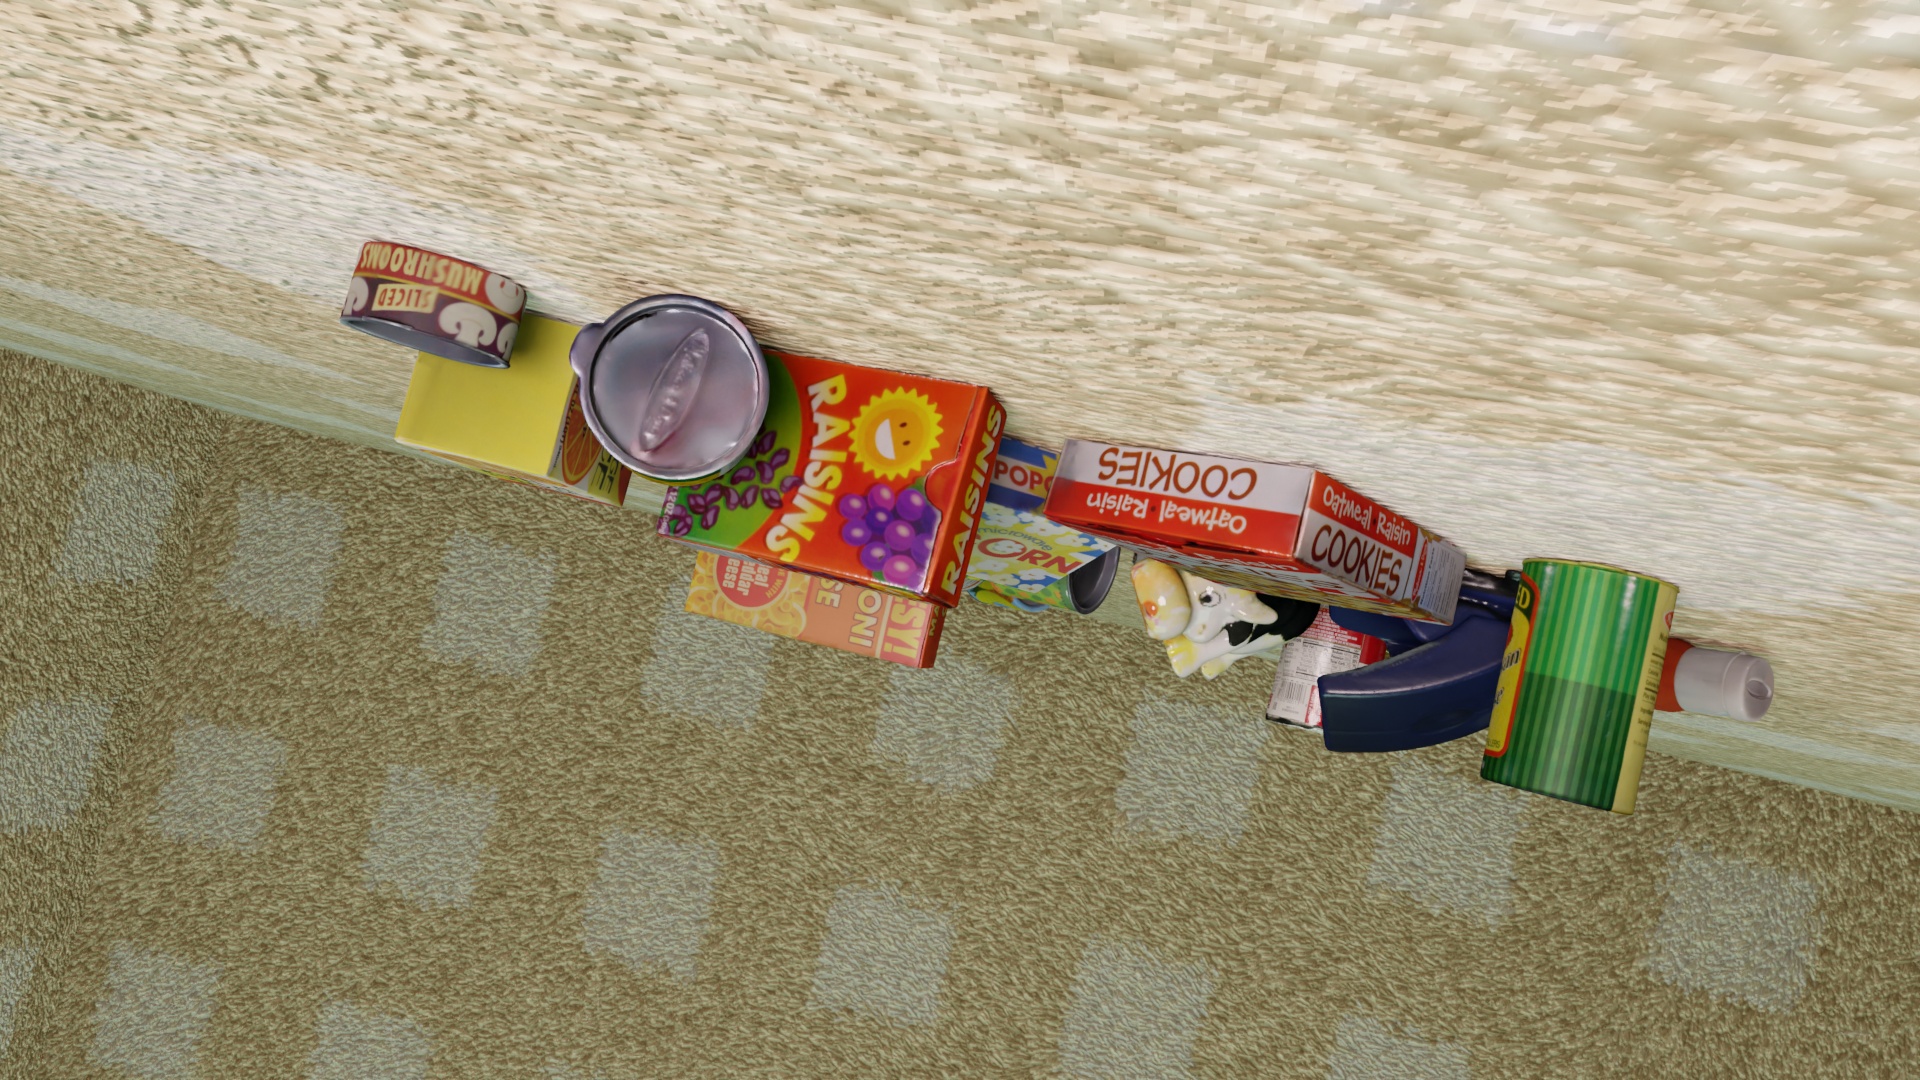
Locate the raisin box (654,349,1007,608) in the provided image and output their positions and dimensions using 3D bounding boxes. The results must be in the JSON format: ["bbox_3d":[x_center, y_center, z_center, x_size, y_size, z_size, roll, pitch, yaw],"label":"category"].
[{"bbox_3d":[-0.052,-0.028,0.561,0.123,0.086,0.040,12,171,20],"label":"raisin box"}]

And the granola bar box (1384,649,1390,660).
[{"bbox_3d":[0.345,0.074,1.007,0.124,0.039,0.165,13,176,1],"label":"granola bar box"}]

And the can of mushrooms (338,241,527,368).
[{"bbox_3d":[-0.211,-0.094,0.557,0.071,0.033,0.071,14,176,1],"label":"can of mushrooms"}]

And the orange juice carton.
[{"bbox_3d":[-0.209,-0.063,0.709,0.073,0.072,0.192,14,176,0],"label":"orange juice carton"}]

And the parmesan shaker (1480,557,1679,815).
[{"bbox_3d":[0.276,0.065,0.624,0.071,0.103,0.071,14,176,1],"label":"parmesan shaker"}]

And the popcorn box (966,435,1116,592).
[{"bbox_3d":[0.006,-0.017,0.673,0.127,0.038,0.085,15,153,-24],"label":"popcorn box"}]

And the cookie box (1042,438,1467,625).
[{"bbox_3d":[0.136,-0.001,0.628,0.123,0.040,0.167,10,175,41],"label":"cookie box"}]

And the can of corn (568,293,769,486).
[{"bbox_3d":[-0.108,-0.055,0.518,0.071,0.071,0.058,14,176,-9],"label":"can of corn"}]

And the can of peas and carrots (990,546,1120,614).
[{"bbox_3d":[0.055,0.005,0.829,0.059,0.071,0.071,12,175,31],"label":"can of peas and carrots"}]

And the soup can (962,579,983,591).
[{"bbox_3d":[-0.011,-0.002,0.972,0.071,0.071,0.083,13,175,10],"label":"soup can"}]

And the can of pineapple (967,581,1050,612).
[{"bbox_3d":[0.041,0.020,1.088,0.071,0.071,0.058,17,174,-37],"label":"can of pineapple"}]

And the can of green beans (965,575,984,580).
[{"bbox_3d":[0.002,-0.012,0.755,0.071,0.071,0.058,16,175,-24],"label":"can of green beans"}]

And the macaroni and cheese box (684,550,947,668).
[{"bbox_3d":[-0.087,0.008,0.920,0.166,0.123,0.040,12,176,13],"label":"macaroni and cheese box"}]

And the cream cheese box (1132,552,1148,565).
[{"bbox_3d":[0.171,0.021,0.945,0.104,0.024,0.053,13,176,13],"label":"cream cheese box"}]

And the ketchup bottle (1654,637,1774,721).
[{"bbox_3d":[0.393,0.075,0.817,0.065,0.043,0.149,16,175,-34],"label":"ketchup bottle"}]
